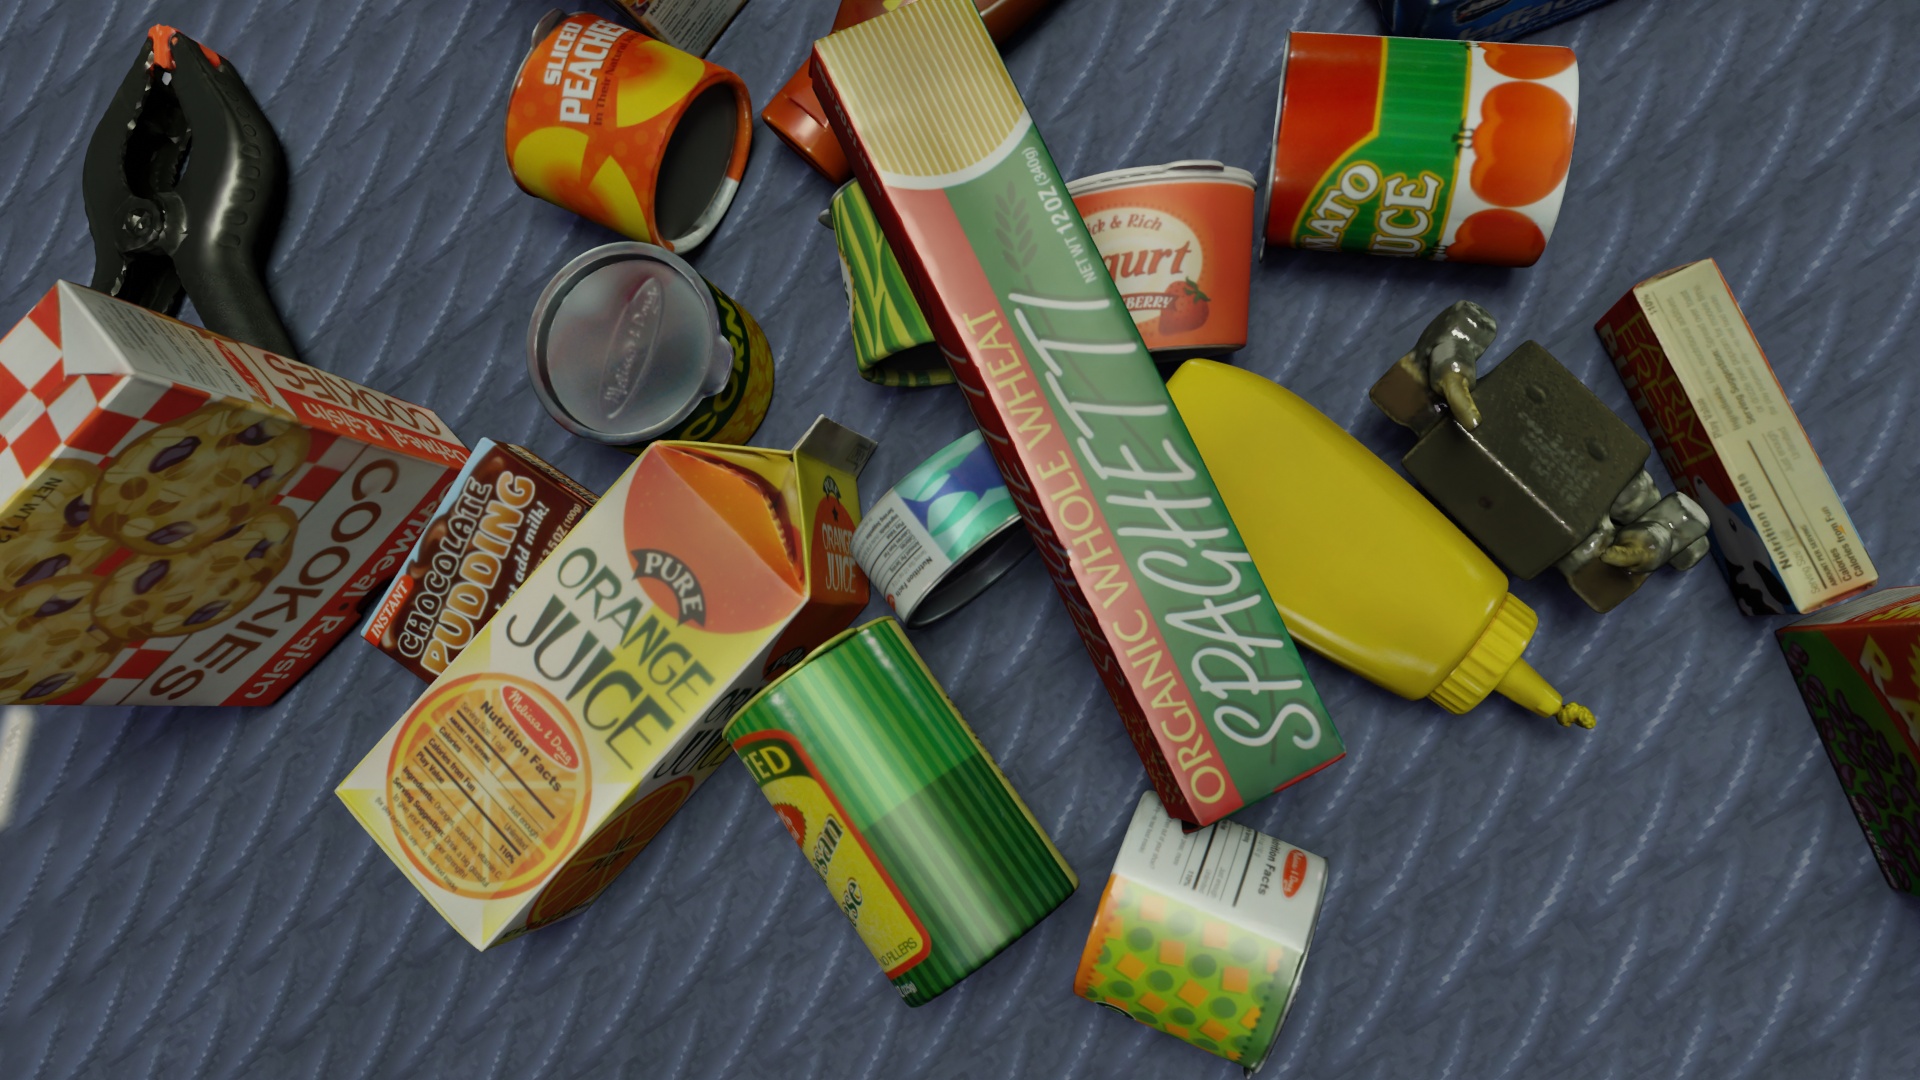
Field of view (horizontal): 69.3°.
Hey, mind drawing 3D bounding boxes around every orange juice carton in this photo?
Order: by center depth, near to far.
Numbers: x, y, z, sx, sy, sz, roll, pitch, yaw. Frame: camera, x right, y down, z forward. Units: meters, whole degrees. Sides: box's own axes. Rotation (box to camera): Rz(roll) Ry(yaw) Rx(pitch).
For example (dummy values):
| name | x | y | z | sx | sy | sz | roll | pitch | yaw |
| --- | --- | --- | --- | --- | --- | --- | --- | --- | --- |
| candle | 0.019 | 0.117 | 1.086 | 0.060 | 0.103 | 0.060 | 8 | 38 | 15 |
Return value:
| name | x | y | z | sx | sy | sz | roll | pitch | yaw |
| --- | --- | --- | --- | --- | --- | --- | --- | --- | --- |
| orange juice carton | -0.099 | 0.035 | 0.453 | 0.073 | 0.072 | 0.192 | 43 | 93 | 11 |

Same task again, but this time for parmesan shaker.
| name | x | y | z | sx | sy | sz | roll | pitch | yaw |
| --- | --- | --- | --- | --- | --- | --- | --- | --- | --- |
| parmesan shaker | -0.018 | 0.083 | 0.433 | 0.071 | 0.071 | 0.103 | -37 | 79 | 5 |

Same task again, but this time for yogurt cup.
| name | x | y | z | sx | sy | sz | roll | pitch | yaw |
| --- | --- | --- | --- | --- | --- | --- | --- | --- | --- |
| yogurt cup | 0.061 | -0.085 | 0.440 | 0.072 | 0.072 | 0.054 | -4 | 92 | 10 |

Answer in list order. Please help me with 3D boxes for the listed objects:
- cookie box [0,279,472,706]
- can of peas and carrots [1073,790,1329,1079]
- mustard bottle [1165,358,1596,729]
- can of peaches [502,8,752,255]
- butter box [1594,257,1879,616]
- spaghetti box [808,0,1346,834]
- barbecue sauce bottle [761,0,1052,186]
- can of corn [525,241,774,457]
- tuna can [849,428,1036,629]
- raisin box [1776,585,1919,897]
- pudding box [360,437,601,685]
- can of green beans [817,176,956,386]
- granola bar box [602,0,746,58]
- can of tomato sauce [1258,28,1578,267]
| name | x | y | z | sx | sy | sz | roll | pitch | yaw |
| --- | --- | --- | --- | --- | --- | --- | --- | --- | --- |
| cookie box | -0.242 | -0.002 | 0.434 | 0.123 | 0.167 | 0.040 | -44 | 76 | 4 |
| can of peas and carrots | 0.071 | 0.118 | 0.417 | 0.059 | 0.071 | 0.071 | 20 | 89 | 12 |
| mustard bottle | 0.122 | 0.009 | 0.426 | 0.160 | 0.049 | 0.065 | 38 | 99 | 11 |
| can of peaches | -0.112 | -0.139 | 0.473 | 0.058 | 0.071 | 0.071 | 25 | 90 | 11 |
| butter box | 0.226 | -0.029 | 0.409 | 0.024 | 0.053 | 0.103 | -24 | 80 | 10 |
| spaghetti box | 0.032 | -0.039 | 0.399 | 0.050 | 0.028 | 0.250 | -25 | 86 | -9 |
| barbecue sauce bottle | -0.007 | -0.189 | 0.472 | 0.065 | 0.043 | 0.148 | 41 | 93 | 10 |
| can of corn | -0.100 | -0.060 | 0.469 | 0.071 | 0.058 | 0.071 | -1 | 84 | 10 |
| tuna can | 0.002 | -0.006 | 0.442 | 0.071 | 0.071 | 0.033 | -40 | 78 | 5 |
| raisin box | 0.269 | 0.054 | 0.357 | 0.040 | 0.123 | 0.086 | -20 | 81 | 9 |
| pudding box | -0.164 | 0.011 | 0.488 | 0.050 | 0.030 | 0.083 | 33 | 91 | 13 |
| can of green beans | -0.006 | -0.086 | 0.450 | 0.071 | 0.071 | 0.058 | -11 | 83 | 9 |
| granola bar box | -0.159 | -0.242 | 0.465 | 0.166 | 0.124 | 0.039 | 40 | 94 | 11 |
| can of tomato sauce | 0.138 | -0.118 | 0.427 | 0.083 | 0.071 | 0.071 | 7 | 86 | 10 |
